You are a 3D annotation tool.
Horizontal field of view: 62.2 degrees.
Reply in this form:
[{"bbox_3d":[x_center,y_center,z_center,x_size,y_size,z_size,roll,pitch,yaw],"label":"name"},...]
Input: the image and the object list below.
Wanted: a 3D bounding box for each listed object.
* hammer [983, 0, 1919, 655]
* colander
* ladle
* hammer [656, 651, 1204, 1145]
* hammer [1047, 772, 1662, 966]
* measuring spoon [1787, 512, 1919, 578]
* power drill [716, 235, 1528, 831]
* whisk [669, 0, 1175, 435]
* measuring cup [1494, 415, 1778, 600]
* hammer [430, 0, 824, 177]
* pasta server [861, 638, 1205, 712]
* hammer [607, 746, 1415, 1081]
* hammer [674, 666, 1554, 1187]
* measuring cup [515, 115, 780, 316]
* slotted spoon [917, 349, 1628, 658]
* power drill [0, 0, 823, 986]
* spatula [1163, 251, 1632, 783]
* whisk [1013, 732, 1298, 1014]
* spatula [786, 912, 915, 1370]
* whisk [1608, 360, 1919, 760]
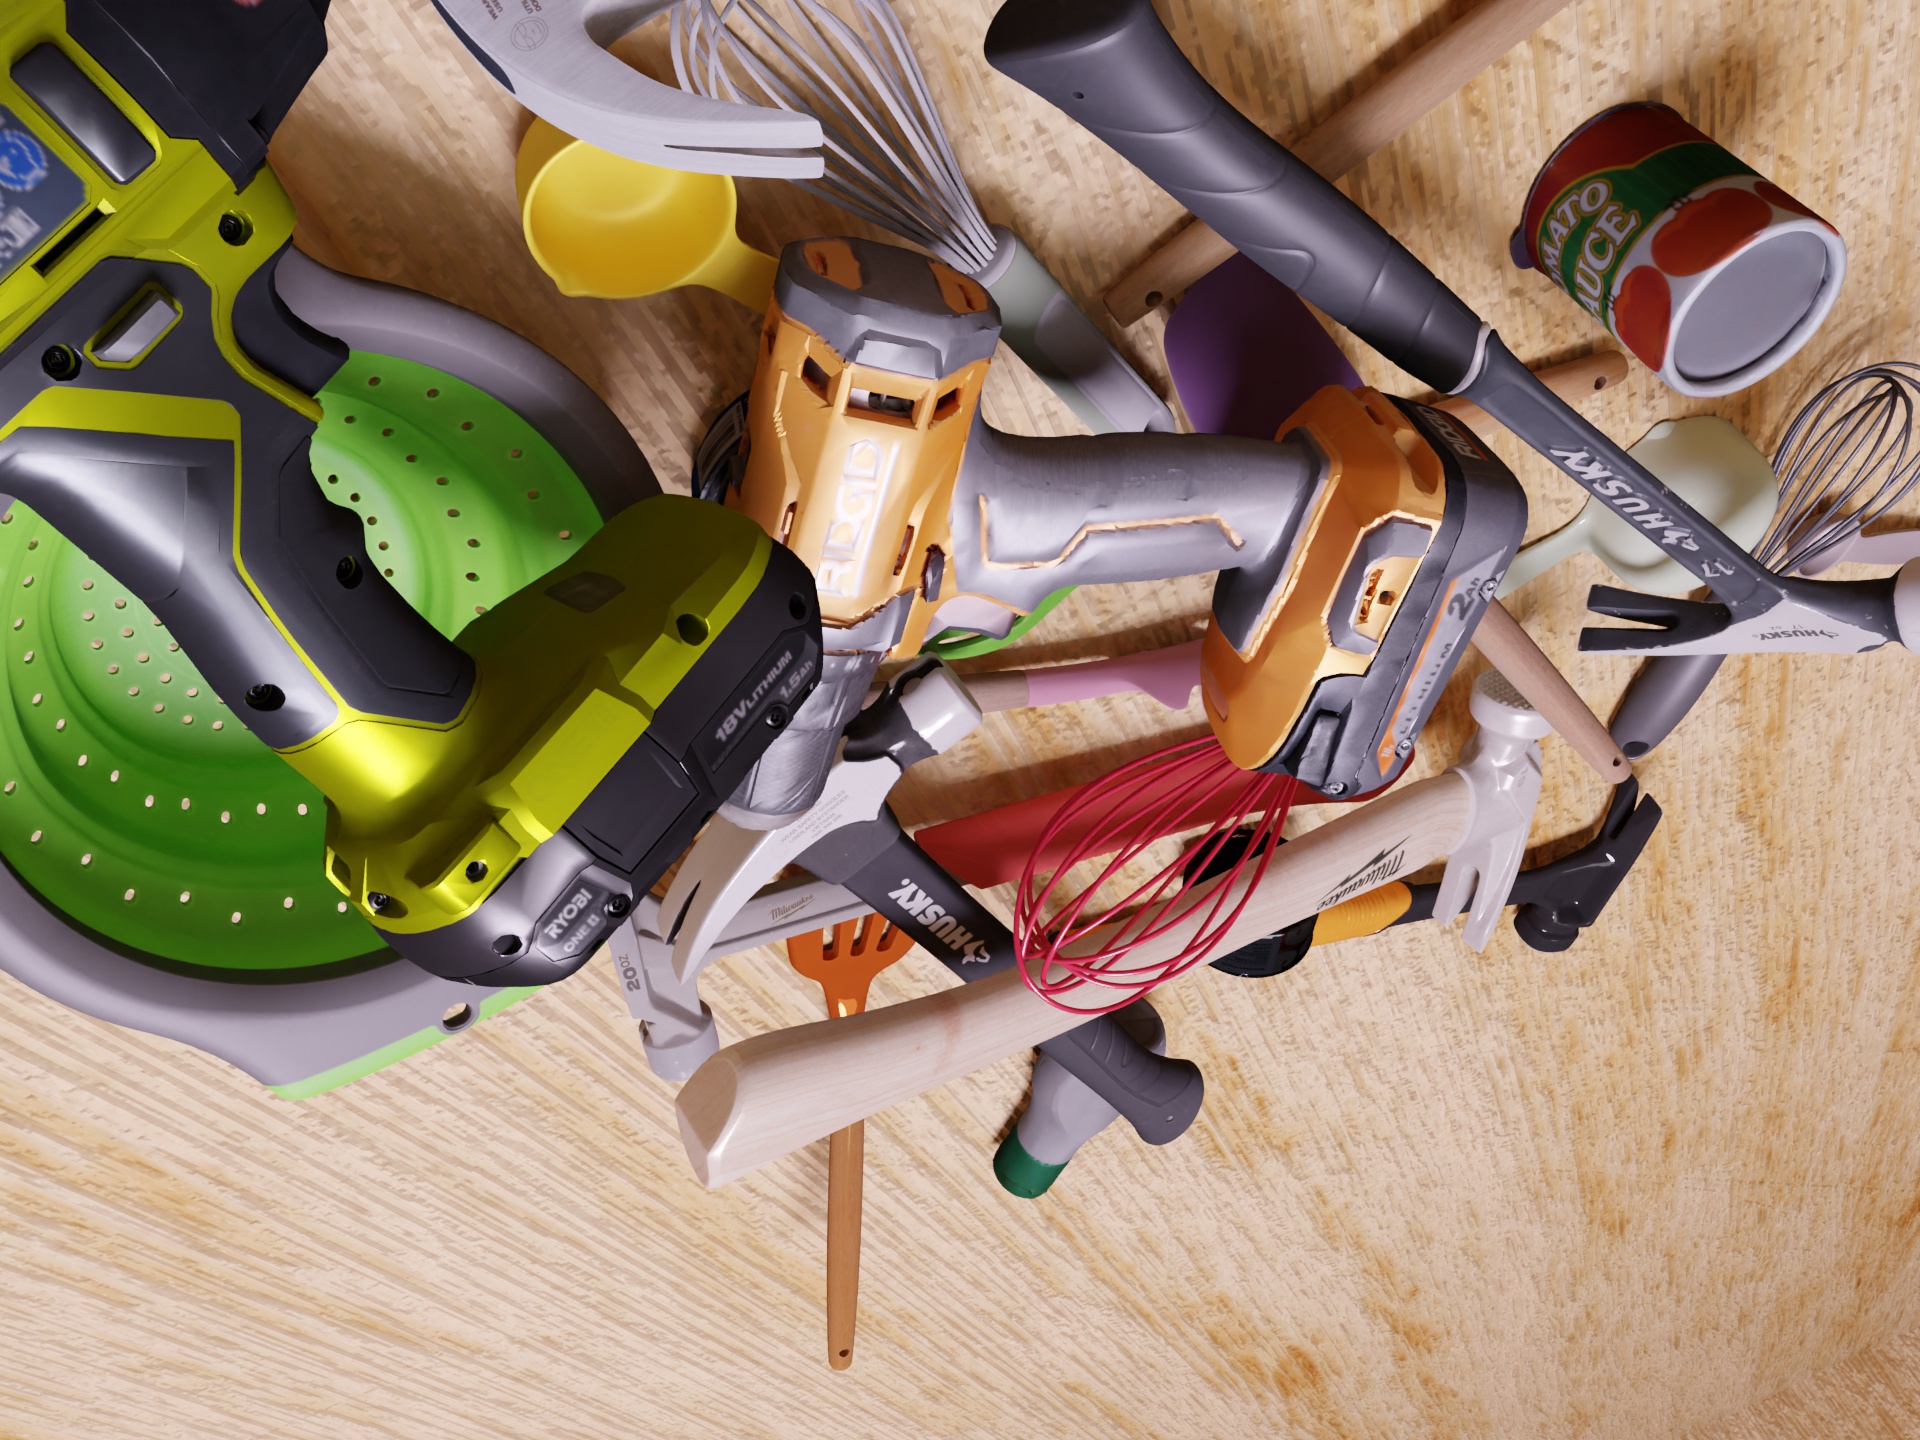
[{"bbox_3d":[0.172,-0.108,0.517,0.408,0.036,0.149,26,164,-31],"label":"hammer"},{"bbox_3d":[-0.195,-0.093,0.399,0.204,0.095,0.396,-26,124,-28],"label":"colander"},{"bbox_3d":[0.180,-0.212,0.471,0.320,0.062,0.078,-35,136,15],"label":"ladle"},{"bbox_3d":[0.017,0.110,0.666,0.146,0.035,0.334,-38,134,6],"label":"hammer"},{"bbox_3d":[0.202,0.096,0.822,0.336,0.034,0.127,-7,137,-19],"label":"hammer"},{"bbox_3d":[0.434,-0.087,0.760,0.124,0.018,0.034,-4,134,-31],"label":"measuring spoon"},{"bbox_3d":[0.033,-0.034,0.490,0.226,0.084,0.185,8,123,-17],"label":"power drill"},{"bbox_3d":[0.002,-0.141,0.469,0.246,0.059,0.058,33,86,-49],"label":"whisk"},{"bbox_3d":[0.270,-0.066,0.679,0.167,0.038,0.083,-29,139,2],"label":"measuring cup"},{"bbox_3d":[0.030,-0.234,0.358,0.331,0.128,0.033,-30,-178,-4],"label":"hammer"},{"bbox_3d":[-0.001,-0.002,0.619,0.316,0.060,0.040,-7,102,-16],"label":"pasta server"},{"bbox_3d":[0.029,0.042,0.671,0.359,0.037,0.149,-15,126,-15],"label":"hammer"},{"bbox_3d":[0.082,0.097,0.646,0.410,0.038,0.146,-19,129,-26],"label":"hammer"},{"bbox_3d":[-0.060,-0.136,0.464,0.062,0.029,0.156,-38,149,28],"label":"measuring cup"},{"bbox_3d":[0.109,-0.087,0.592,0.313,0.031,0.070,-19,132,-8],"label":"slotted spoon"},{"bbox_3d":[-0.136,-0.057,0.349,0.171,0.080,0.223,-51,130,-14],"label":"power drill"},{"bbox_3d":[0.179,-0.058,0.607,0.315,0.018,0.060,37,89,-32],"label":"spatula"},{"bbox_3d":[0.119,0.007,0.590,0.296,0.073,0.073,-38,149,-34],"label":"whisk"},{"bbox_3d":[-0.052,0.200,0.768,0.081,0.041,0.322,-7,117,-20],"label":"spatula"},{"bbox_3d":[0.362,-0.062,0.726,0.055,0.055,0.238,-6,140,-20],"label":"whisk"}]
